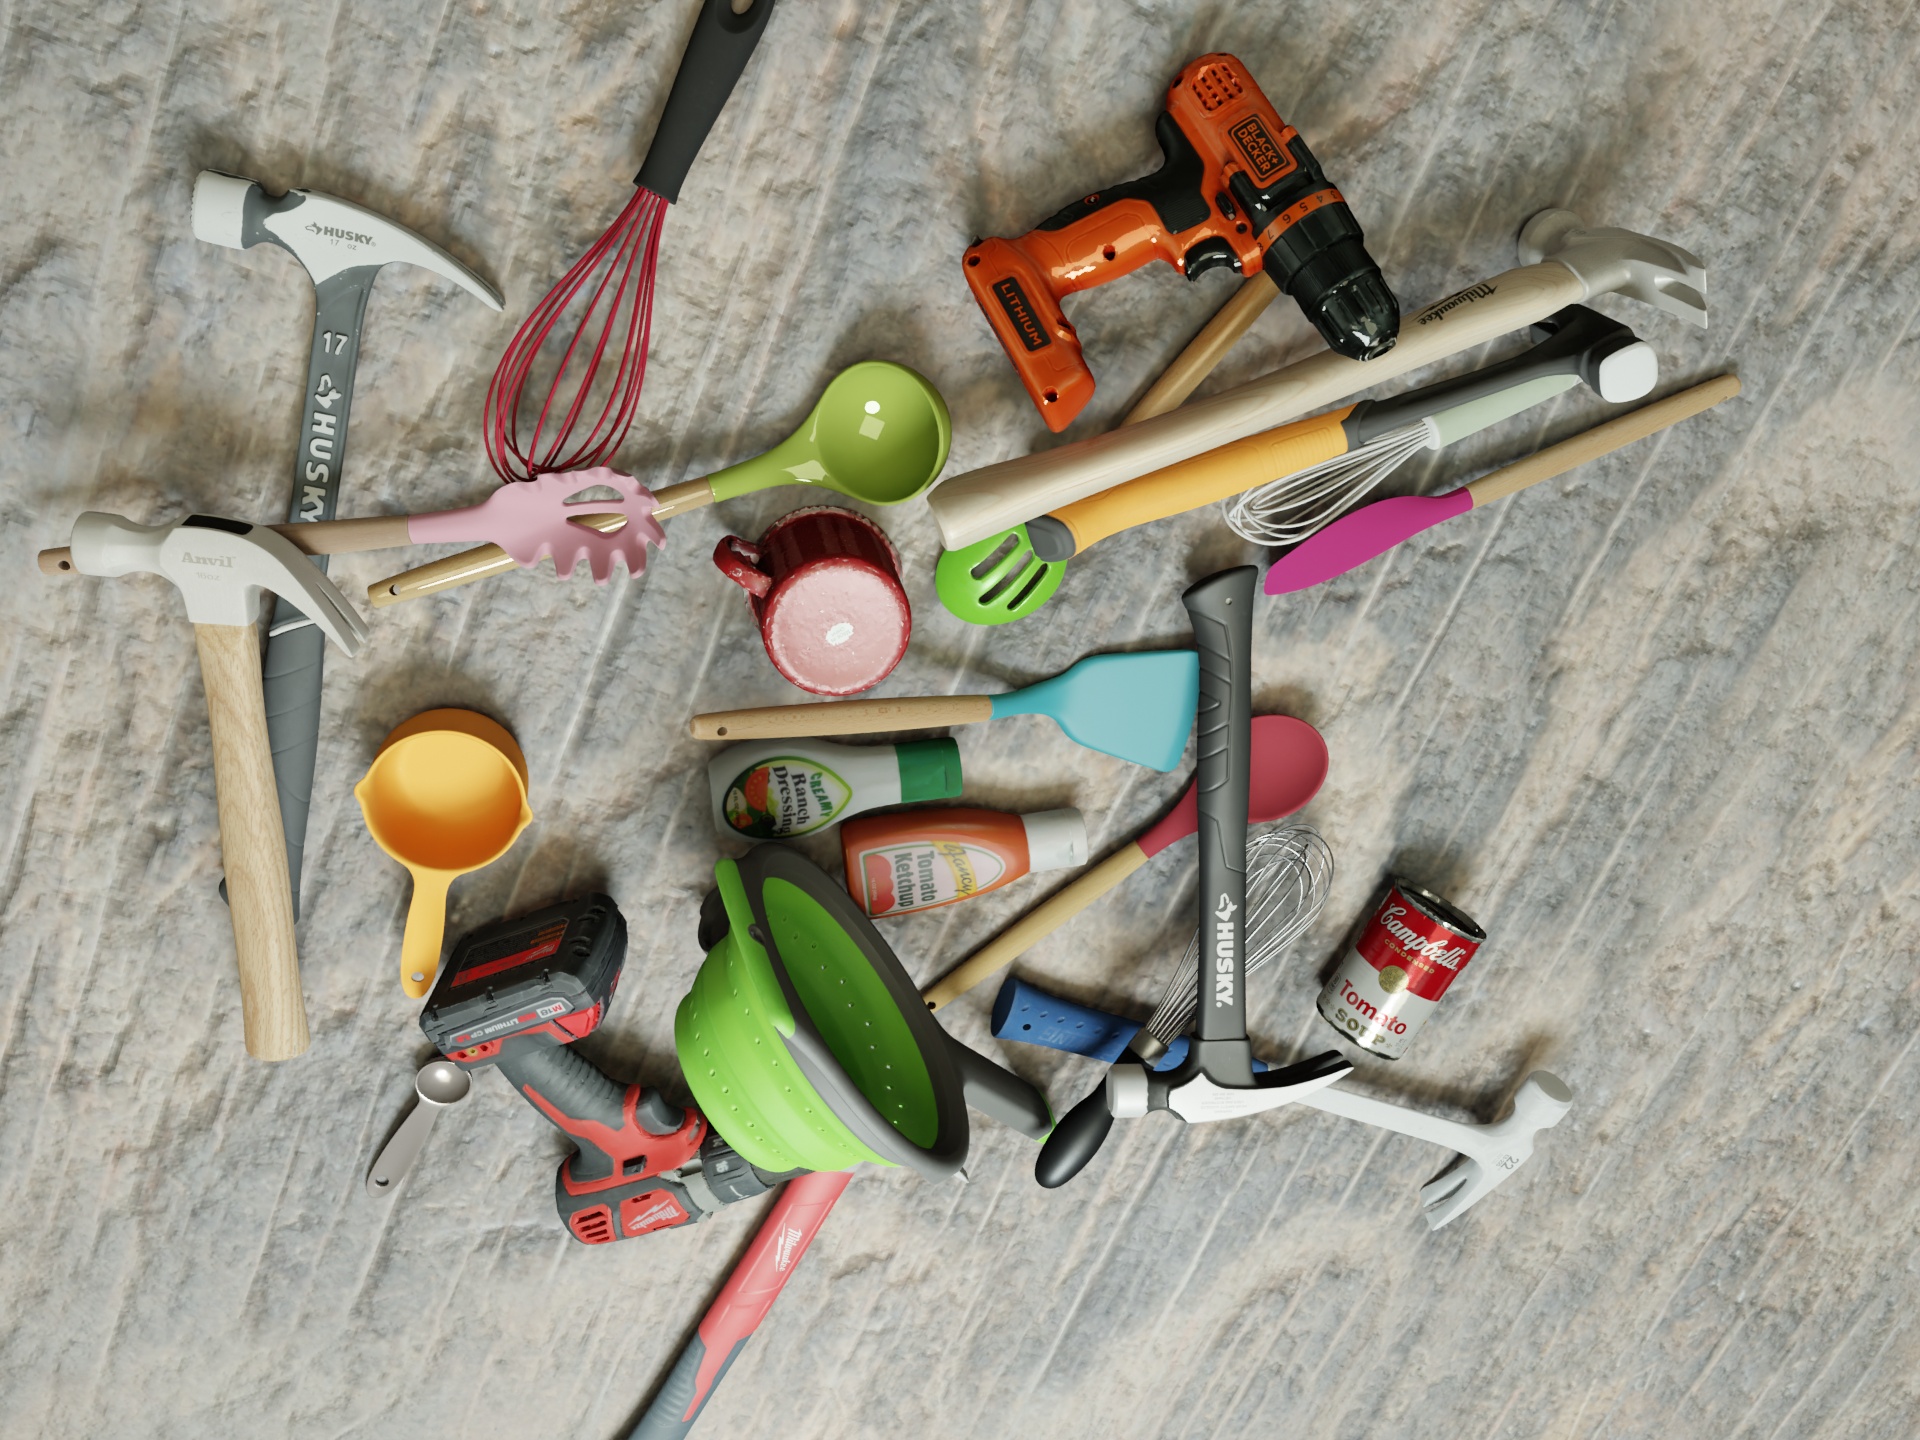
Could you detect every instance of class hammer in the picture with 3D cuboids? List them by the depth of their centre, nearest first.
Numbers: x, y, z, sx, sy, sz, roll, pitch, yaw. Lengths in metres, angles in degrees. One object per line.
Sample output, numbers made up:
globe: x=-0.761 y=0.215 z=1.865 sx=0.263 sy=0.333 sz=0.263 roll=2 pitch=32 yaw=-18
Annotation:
hammer: x=0.181 y=-0.174 z=0.845 sx=0.410 sy=0.146 sz=0.038 roll=-22 pitch=121 yaw=-3
hammer: x=-0.377 y=0.048 z=0.849 sx=0.130 sy=0.031 sz=0.331 roll=4 pitch=119 yaw=-4
hammer: x=-0.347 y=-0.070 z=0.853 sx=0.149 sy=0.036 sz=0.408 roll=10 pitch=110 yaw=-16
hammer: x=0.196 y=-0.159 z=0.881 sx=0.337 sy=0.127 sz=0.034 roll=-19 pitch=119 yaw=2
hammer: x=0.163 y=0.075 z=0.954 sx=0.146 sy=0.035 sz=0.335 roll=-1 pitch=96 yaw=-4
hammer: x=0.210 y=0.252 z=1.084 sx=0.405 sy=0.035 sz=0.144 roll=18 pitch=120 yaw=-15
hammer: x=-0.146 y=0.420 z=1.092 sx=0.143 sy=0.038 sz=0.386 roll=26 pitch=105 yaw=-21

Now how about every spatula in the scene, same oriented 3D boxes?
spatula: x=-0.001 y=-0.003 z=0.914 sx=0.317 sy=0.044 sz=0.082 roll=-4 pitch=118 yaw=-31

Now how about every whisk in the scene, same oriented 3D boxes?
whisk: x=-0.163 y=-0.248 z=0.805 sx=0.073 sy=0.073 sz=0.296 roll=24 pitch=99 yaw=-19
whisk: x=0.265 y=-0.167 z=0.928 sx=0.246 sy=0.059 sz=0.057 roll=-25 pitch=158 yaw=-4
whisk: x=0.138 y=0.180 z=1.006 sx=0.070 sy=0.070 sz=0.284 roll=41 pitch=86 yaw=-23

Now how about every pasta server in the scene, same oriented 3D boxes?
pasta server: x=-0.307 y=-0.092 z=0.804 sx=0.316 sy=0.040 sz=0.060 roll=-5 pitch=116 yaw=-2

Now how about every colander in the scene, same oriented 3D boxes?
colander: x=-0.053 y=0.210 z=0.928 sx=0.094 sy=0.205 sz=0.396 roll=-34 pitch=143 yaw=9

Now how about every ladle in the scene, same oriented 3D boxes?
ladle: x=-0.158 y=-0.115 z=0.844 sx=0.320 sy=0.062 sz=0.078 roll=-19 pitch=99 yaw=-7
ladle: x=0.096 y=0.098 z=1.012 sx=0.315 sy=0.031 sz=0.069 roll=-36 pitch=98 yaw=7

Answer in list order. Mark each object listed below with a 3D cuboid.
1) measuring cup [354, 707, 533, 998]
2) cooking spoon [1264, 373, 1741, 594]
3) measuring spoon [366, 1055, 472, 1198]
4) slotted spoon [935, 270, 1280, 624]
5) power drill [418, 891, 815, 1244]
measuring cup: x=-0.299 y=0.074 z=0.913 sx=0.095 sy=0.052 sz=0.173 roll=10 pitch=112 yaw=-15
cooking spoon: x=0.325 y=-0.143 z=0.950 sx=0.319 sy=0.017 sz=0.068 roll=-24 pitch=156 yaw=-6
measuring spoon: x=-0.343 y=0.254 z=1.000 sx=0.034 sy=0.018 sz=0.124 roll=28 pitch=111 yaw=-20
slotted spoon: x=0.103 y=-0.172 z=0.903 sx=0.070 sy=0.031 sz=0.314 roll=39 pitch=99 yaw=-26
power drill: x=-0.194 y=0.216 z=0.959 sx=0.188 sy=0.080 sz=0.226 roll=-19 pitch=118 yaw=14
